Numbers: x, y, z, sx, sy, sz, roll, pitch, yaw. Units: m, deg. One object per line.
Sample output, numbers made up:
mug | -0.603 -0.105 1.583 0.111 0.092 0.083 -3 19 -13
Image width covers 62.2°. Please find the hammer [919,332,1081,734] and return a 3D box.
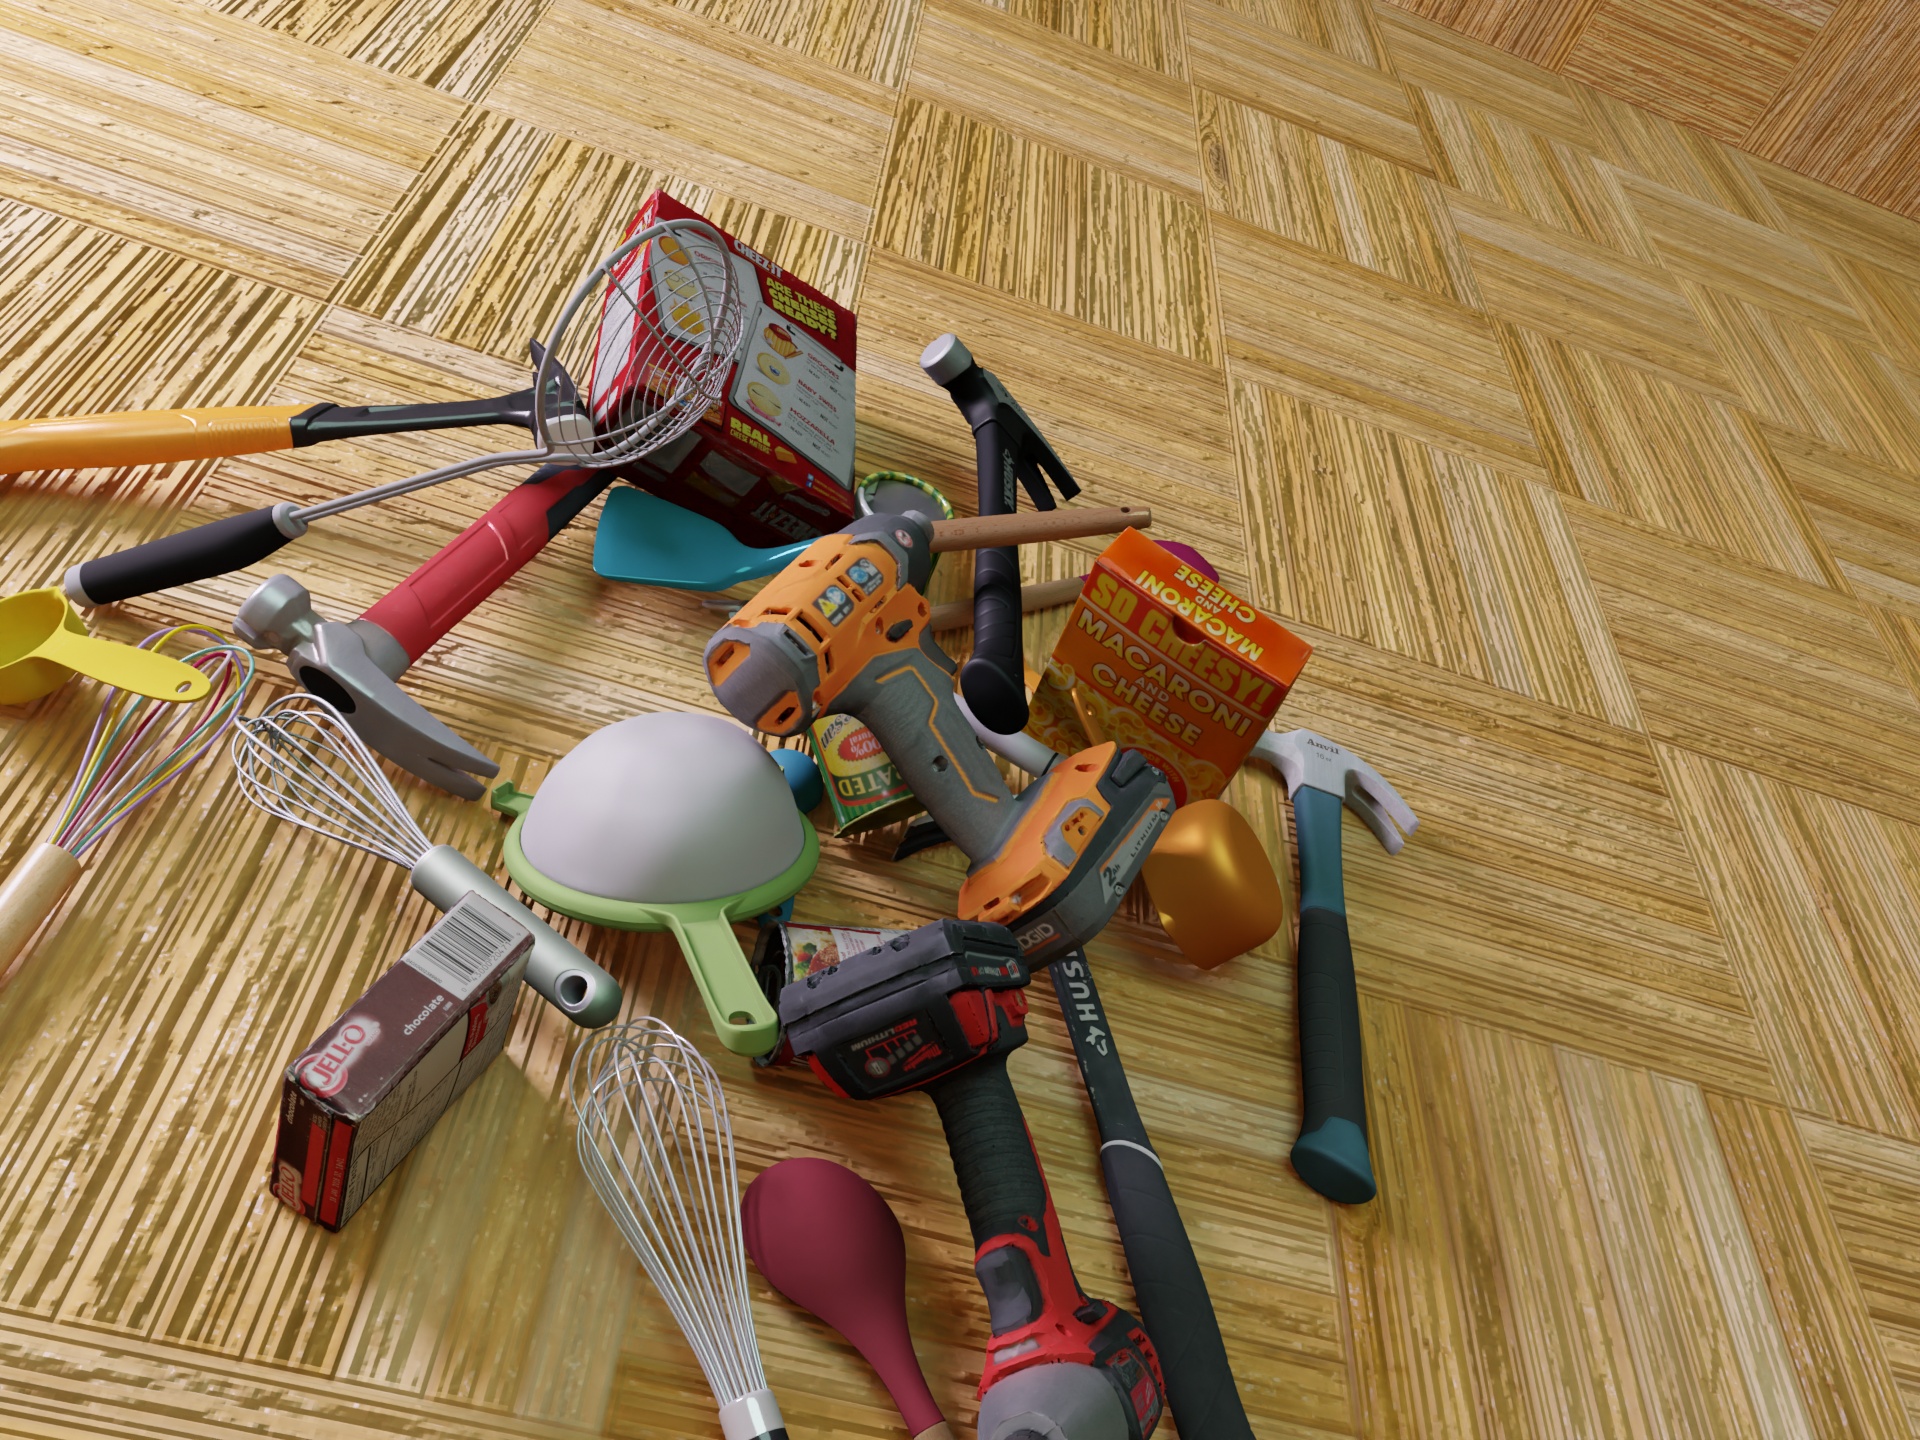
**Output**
hammer | 0.027 -0.110 1.003 0.146 0.035 0.335 44 29 -31

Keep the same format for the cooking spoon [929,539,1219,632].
cooking spoon | 0.062 -0.086 1.071 0.319 0.017 0.069 -16 55 -38

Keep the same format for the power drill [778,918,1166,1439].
power drill | 0.012 0.195 0.630 0.220 0.078 0.143 68 13 14

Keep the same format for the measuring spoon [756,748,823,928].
measuring spoon | -0.092 0.059 0.838 0.042 0.021 0.129 14 41 -13

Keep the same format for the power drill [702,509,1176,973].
power drill | -0.001 -0.003 0.801 0.226 0.084 0.164 45 46 -6

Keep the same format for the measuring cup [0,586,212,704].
measuring cup | -0.392 -0.021 0.721 0.156 0.029 0.062 14 52 23

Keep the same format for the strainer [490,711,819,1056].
strainer | -0.123 0.055 0.717 0.151 0.069 0.257 -4 23 -21

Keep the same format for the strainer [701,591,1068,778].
strainer | -0.034 -0.026 0.927 0.258 0.050 0.087 30 19 9

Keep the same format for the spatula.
spatula | -0.049 -0.110 0.919 0.317 0.044 0.082 -5 45 4

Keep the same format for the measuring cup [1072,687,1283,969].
measuring cup | 0.120 0.050 0.871 0.173 0.052 0.095 62 21 -5

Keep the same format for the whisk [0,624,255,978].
whisk | -0.379 0.046 0.695 0.051 0.047 0.245 12 46 2

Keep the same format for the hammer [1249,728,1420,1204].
hammer | 0.208 0.125 0.916 0.128 0.033 0.331 19 41 -7

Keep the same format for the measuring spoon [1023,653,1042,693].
measuring spoon | 0.067 -0.010 1.000 0.117 0.011 0.021 43 44 19

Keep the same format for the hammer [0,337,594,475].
hammer | -0.381 -0.164 0.876 0.336 0.034 0.127 -9 35 -21

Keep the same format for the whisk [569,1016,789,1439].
whisk | -0.094 0.244 0.625 0.070 0.070 0.285 -6 54 -32

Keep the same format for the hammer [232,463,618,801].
hammer | -0.236 -0.107 0.918 0.143 0.038 0.386 39 37 -8

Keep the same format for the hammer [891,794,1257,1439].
hammer | 0.073 0.195 0.773 0.149 0.036 0.409 4 46 -22

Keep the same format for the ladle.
ladle | -0.002 0.306 0.627 0.069 0.031 0.316 -11 54 -34

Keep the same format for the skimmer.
skimmer | -0.275 -0.141 0.770 0.363 0.127 0.090 -15 81 10

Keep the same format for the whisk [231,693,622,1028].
whisk | -0.244 0.063 0.720 0.246 0.059 0.058 34 84 20
